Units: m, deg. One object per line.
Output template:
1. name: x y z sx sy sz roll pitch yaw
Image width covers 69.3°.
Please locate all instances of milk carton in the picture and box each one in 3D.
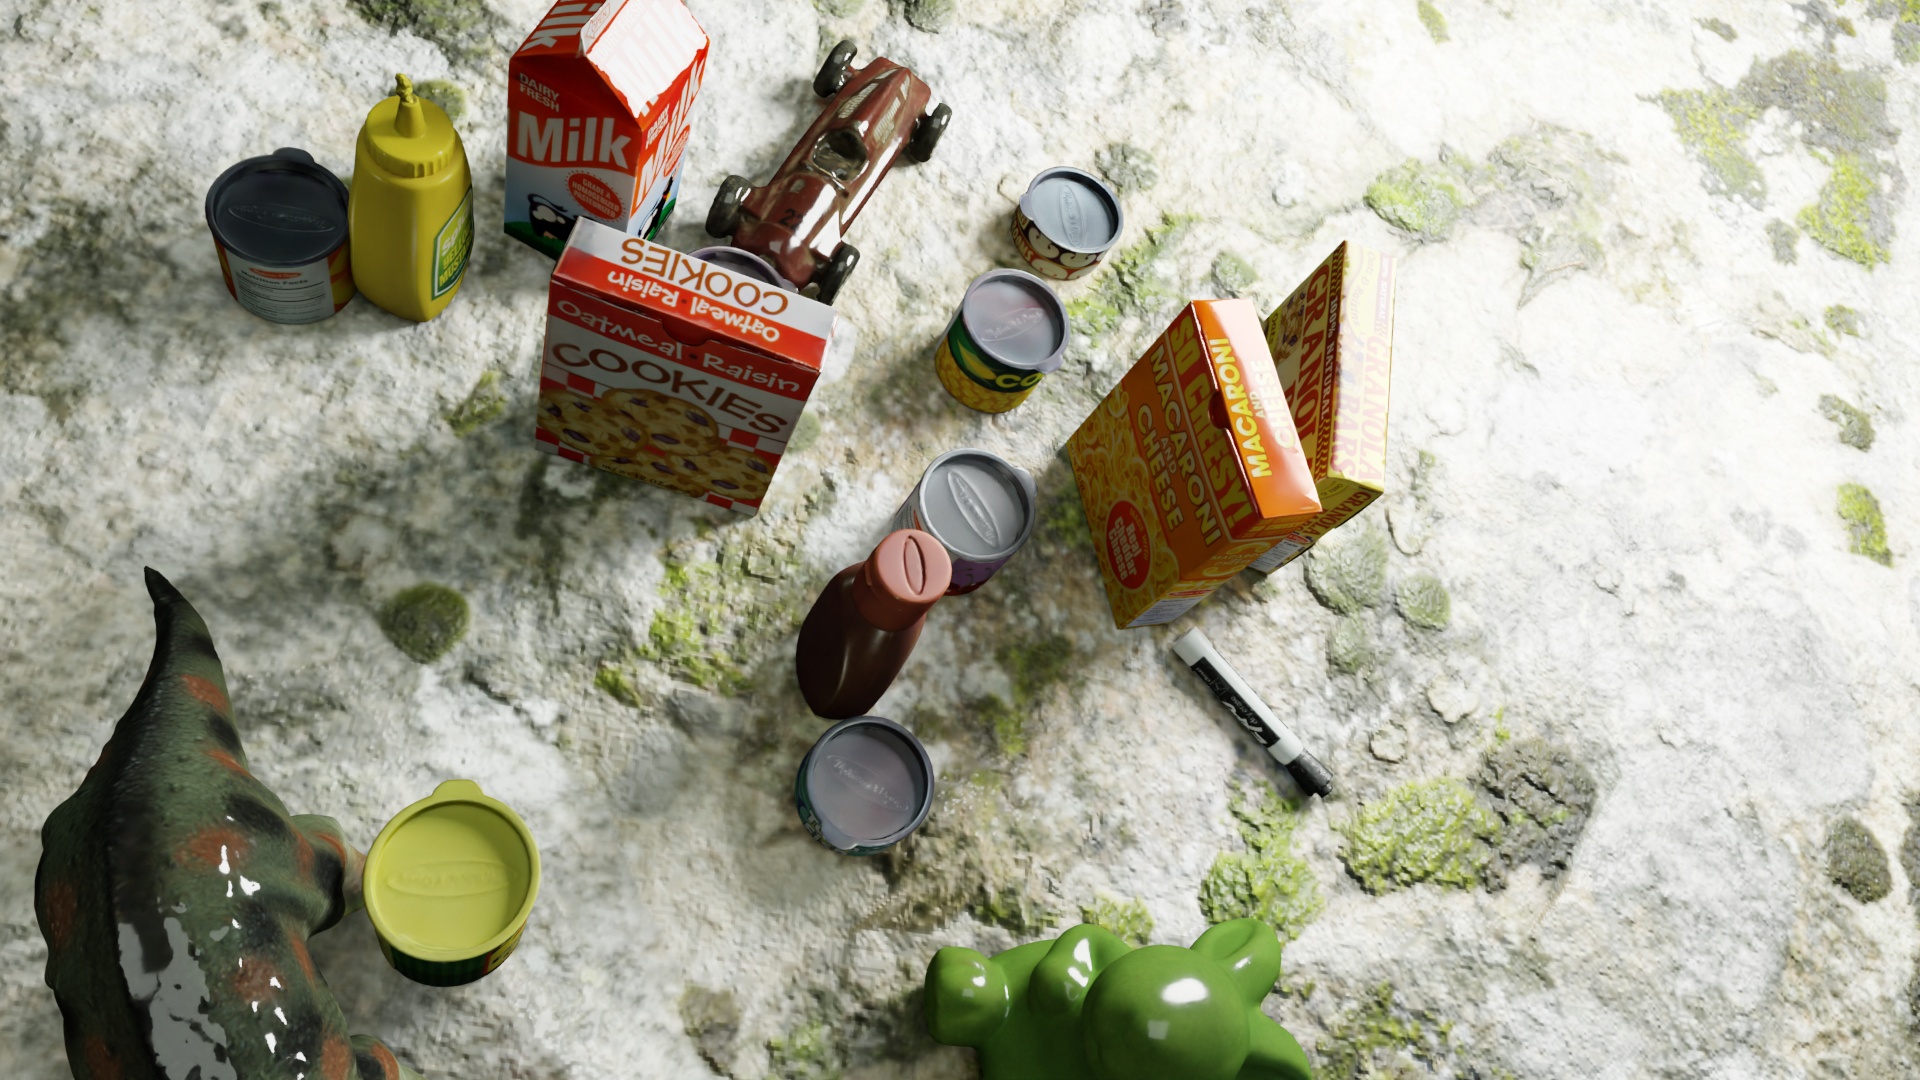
1. milk carton: -0.184 -0.217 0.715 0.073 0.189 0.073 28 61 -6

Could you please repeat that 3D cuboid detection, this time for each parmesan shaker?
1. parmesan shaker: -0.215 0.148 0.591 0.071 0.102 0.071 8 65 -17

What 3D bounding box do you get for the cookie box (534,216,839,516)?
1. cookie box: -0.140 -0.077 0.681 0.123 0.166 0.040 18 63 -12

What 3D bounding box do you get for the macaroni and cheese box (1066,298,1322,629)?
1. macaroni and cheese box: 0.119 -0.036 0.756 0.040 0.165 0.124 -6 70 -22

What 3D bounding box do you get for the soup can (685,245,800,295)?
1. soup can: -0.129 -0.107 0.747 0.071 0.083 0.071 8 65 -17

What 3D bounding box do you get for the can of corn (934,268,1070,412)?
1. can of corn: 0.025 -0.115 0.819 0.071 0.058 0.071 8 65 -17

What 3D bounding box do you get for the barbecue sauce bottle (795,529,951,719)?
1. barbecue sauce bottle: -0.044 0.039 0.675 0.044 0.148 0.065 1 67 -19

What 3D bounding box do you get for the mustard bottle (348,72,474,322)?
1. mustard bottle: -0.269 -0.170 0.681 0.049 0.159 0.065 23 62 -9

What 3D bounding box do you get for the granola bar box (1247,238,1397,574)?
1. granola bar box: 0.208 -0.077 0.831 0.039 0.123 0.166 18 63 -12

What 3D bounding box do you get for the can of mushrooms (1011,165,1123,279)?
1. can of mushrooms: 0.066 -0.203 0.888 0.071 0.033 0.071 8 65 -16

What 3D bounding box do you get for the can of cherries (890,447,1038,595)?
1. can of cherries: 0.003 -0.010 0.765 0.071 0.058 0.072 8 65 -17

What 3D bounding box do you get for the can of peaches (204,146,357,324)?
1. can of peaches: -0.342 -0.154 0.706 0.071 0.057 0.071 8 65 -17

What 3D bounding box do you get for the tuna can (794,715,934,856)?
1. tuna can: -0.050 0.126 0.700 0.071 0.032 0.071 8 65 -16
